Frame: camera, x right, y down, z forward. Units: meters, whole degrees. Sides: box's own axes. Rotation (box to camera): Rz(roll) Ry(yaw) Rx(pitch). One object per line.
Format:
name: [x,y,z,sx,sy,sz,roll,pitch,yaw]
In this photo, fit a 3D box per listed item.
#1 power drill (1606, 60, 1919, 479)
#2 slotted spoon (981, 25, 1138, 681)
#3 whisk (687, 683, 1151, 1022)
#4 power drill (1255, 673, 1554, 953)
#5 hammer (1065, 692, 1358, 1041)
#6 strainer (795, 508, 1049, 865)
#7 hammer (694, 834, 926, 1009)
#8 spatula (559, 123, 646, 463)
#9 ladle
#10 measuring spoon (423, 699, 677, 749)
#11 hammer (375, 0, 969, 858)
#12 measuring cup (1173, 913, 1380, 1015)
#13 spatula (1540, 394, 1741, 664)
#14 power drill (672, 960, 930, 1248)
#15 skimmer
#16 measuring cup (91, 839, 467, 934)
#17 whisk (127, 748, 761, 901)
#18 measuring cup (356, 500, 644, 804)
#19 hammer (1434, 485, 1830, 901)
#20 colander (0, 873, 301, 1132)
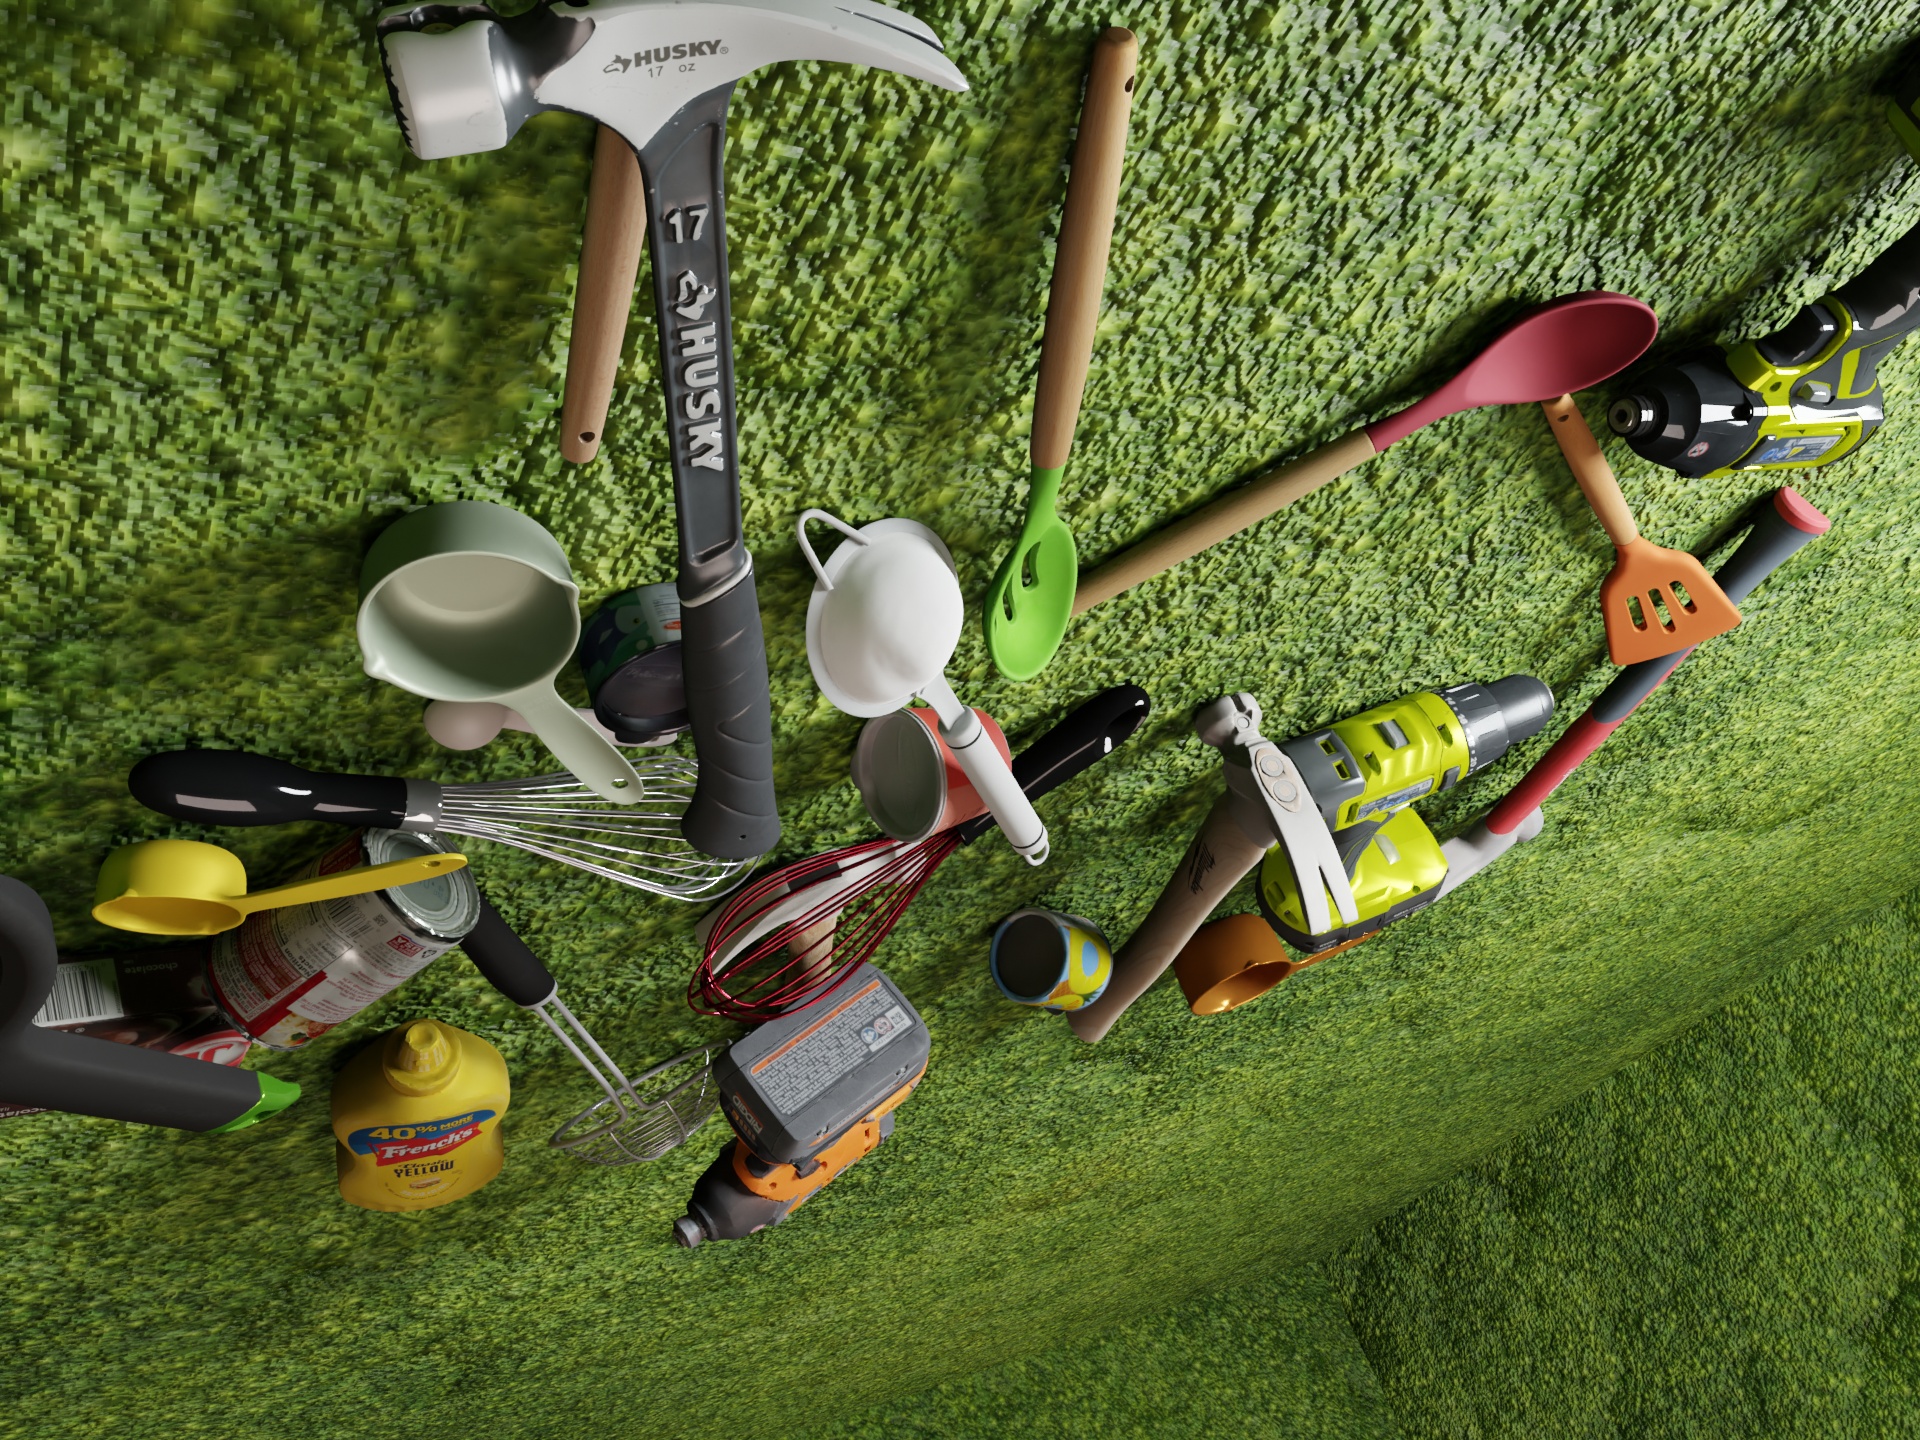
power drill: [0.420,-0.200,0.739,0.171,0.080,0.223,-8,151,-28]
slotted spoon: [0.038,-0.123,0.621,0.070,0.031,0.313,-49,161,-31]
whisk: [-0.019,0.069,0.848,0.296,0.073,0.073,-34,153,-7]
power drill: [0.293,0.059,1.081,0.190,0.080,0.228,-20,149,-10]
hammer: [0.143,0.144,1.062,0.038,0.146,0.410,-14,155,-20]
strainer: [-0.001,-0.002,0.719,0.087,0.050,0.258,-53,141,-18]
hammer: [-0.100,0.172,1.015,0.130,0.031,0.331,-15,151,-17]
spatula: [-0.087,-0.187,0.430,0.059,0.018,0.315,-6,146,-25]
ladle: [0.166,-0.116,0.737,0.315,0.031,0.069,-27,149,10]
measuring spoon: [-0.173,0.006,0.691,0.124,0.018,0.034,8,138,-46]
hammer: [-0.083,-0.066,0.559,0.149,0.036,0.408,-15,147,-15]
measuring cup: [0.252,0.179,1.278,0.173,0.052,0.095,-19,151,-14]
spatula: [0.372,-0.106,0.895,0.081,0.041,0.322,-21,154,26]
power drill: [-0.107,0.254,0.999,0.164,0.084,0.226,-33,160,-28]
skimmer: [-0.225,0.160,0.903,0.127,0.090,0.362,-27,142,-7]
measuring cup: [-0.277,0.060,0.653,0.156,0.029,0.062,-10,157,5]
whisk: [-0.205,0.041,0.690,0.284,0.070,0.070,8,138,-38]
measuring cup: [-0.164,-0.021,0.608,0.083,0.038,0.167,-22,144,5]
hammer: [0.445,-0.008,1.095,0.143,0.038,0.386,-24,154,-35]
colander: [-0.390,0.087,0.586,0.204,0.095,0.396,-27,155,6]
